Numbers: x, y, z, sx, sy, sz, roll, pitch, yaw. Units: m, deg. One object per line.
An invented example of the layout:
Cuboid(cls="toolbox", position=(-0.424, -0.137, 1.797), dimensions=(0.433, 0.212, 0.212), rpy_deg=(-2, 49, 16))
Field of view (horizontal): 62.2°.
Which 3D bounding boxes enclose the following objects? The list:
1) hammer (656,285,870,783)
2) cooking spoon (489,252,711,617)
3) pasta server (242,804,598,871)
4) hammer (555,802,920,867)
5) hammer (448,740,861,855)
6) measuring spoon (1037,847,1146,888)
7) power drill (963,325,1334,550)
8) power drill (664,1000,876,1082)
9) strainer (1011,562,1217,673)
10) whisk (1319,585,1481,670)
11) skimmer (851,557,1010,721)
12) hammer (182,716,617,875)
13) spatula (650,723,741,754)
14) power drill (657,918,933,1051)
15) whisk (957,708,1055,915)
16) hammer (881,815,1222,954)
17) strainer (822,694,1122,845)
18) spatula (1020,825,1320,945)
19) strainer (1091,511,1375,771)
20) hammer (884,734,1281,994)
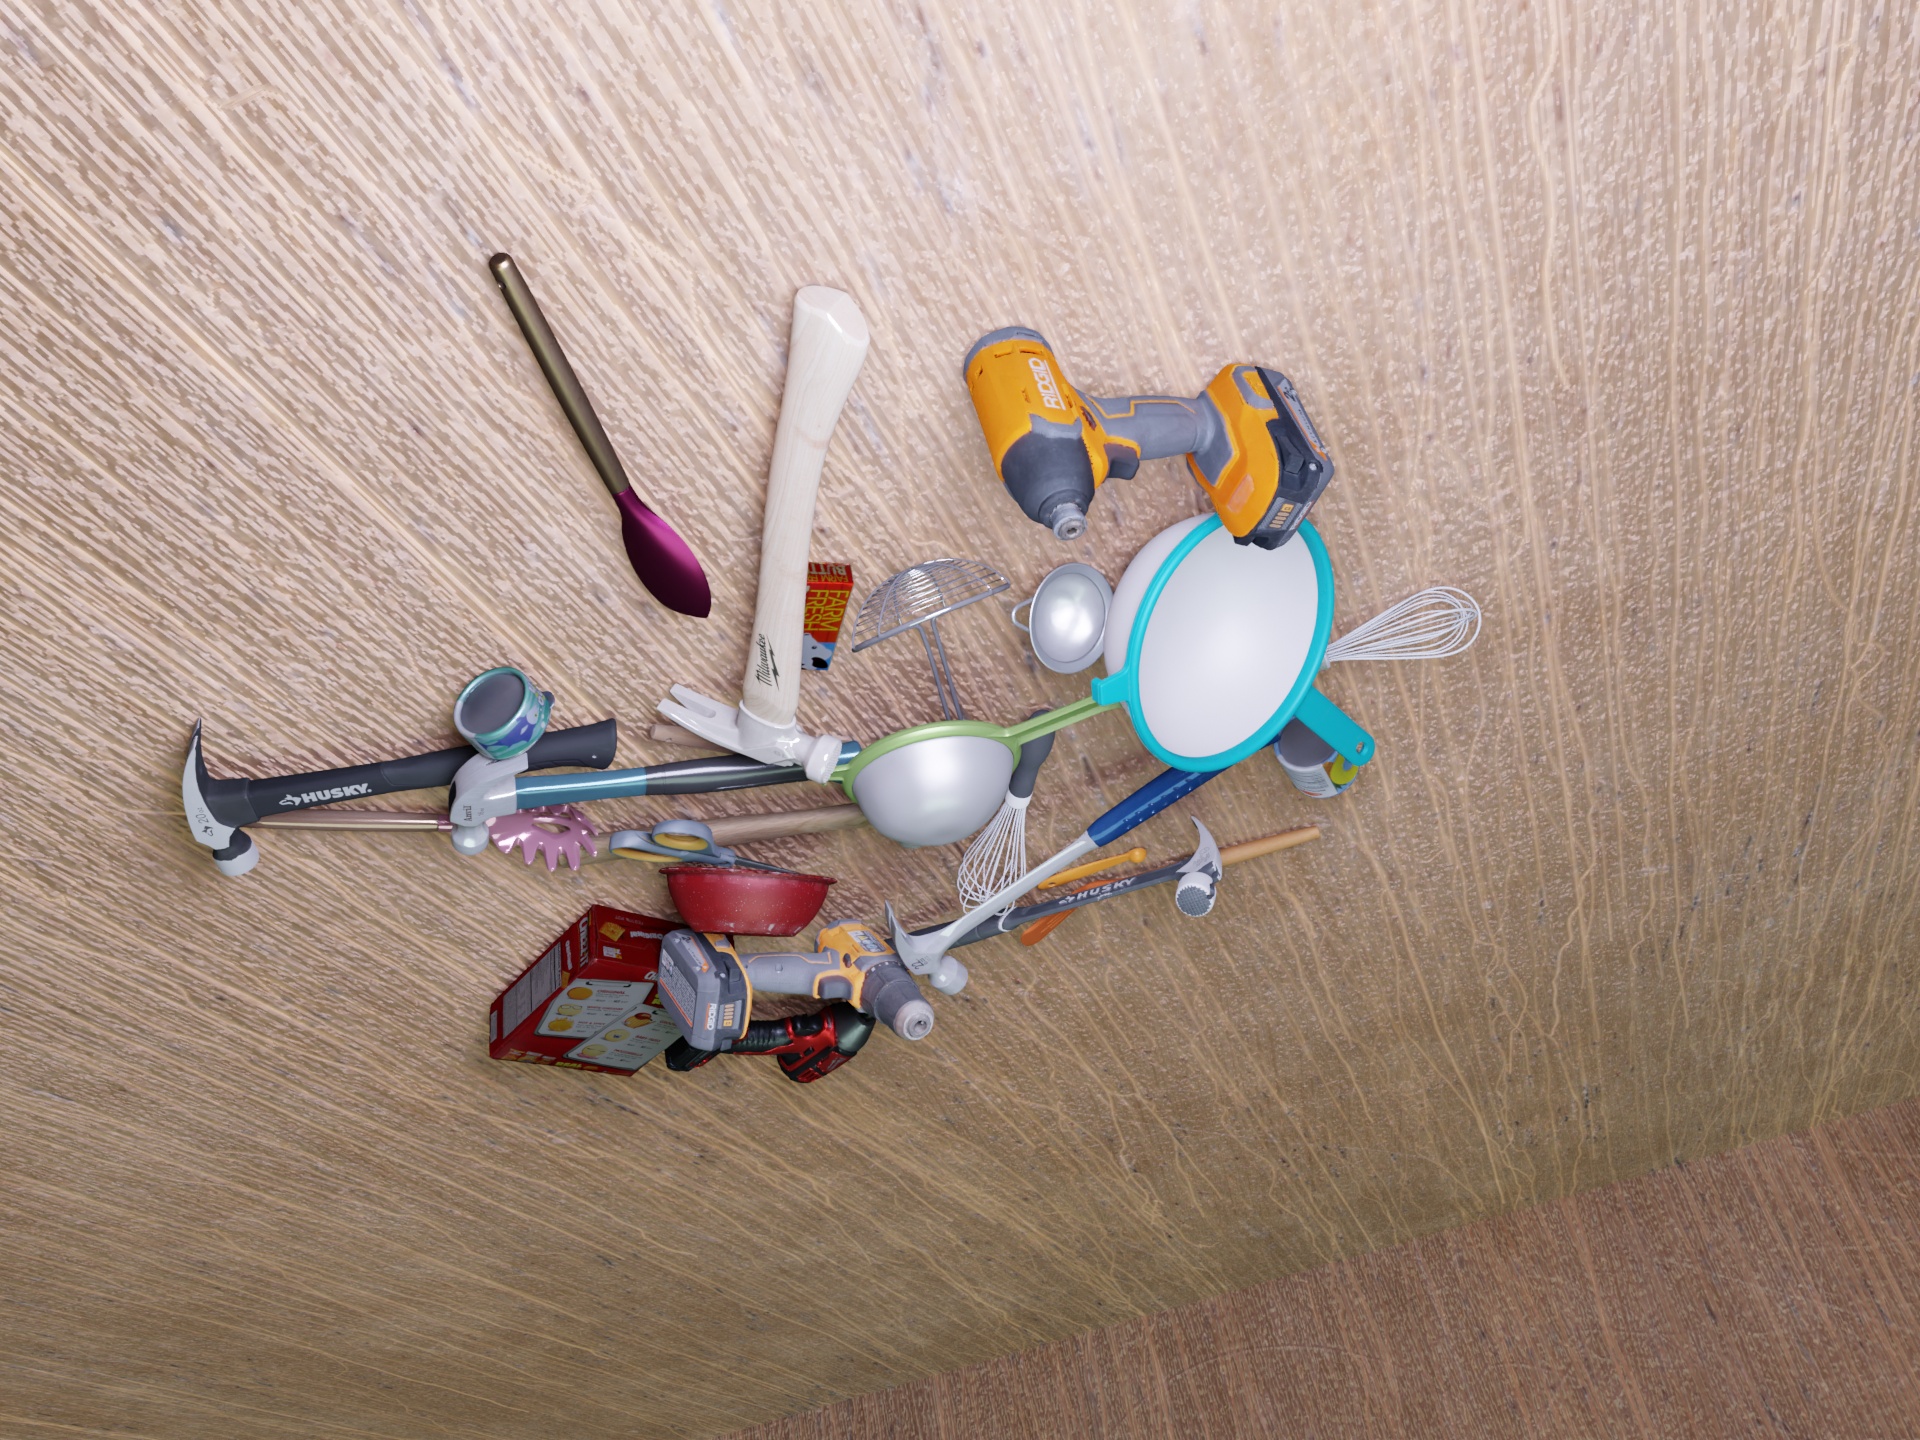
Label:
Cuboid(cls="hammer", position=(-0.131, -0.122, 1.116), dimensions=(0.146, 0.038, 0.410), rpy_deg=(22, 135, 7))
Cuboid(cls="cooking spoon", position=(-0.234, -0.171, 1.041), dimensions=(0.069, 0.017, 0.318), rpy_deg=(15, 148, 25))
Cuboid(cls="pasta server", position=(-0.465, 0.089, 1.329), dimensions=(0.316, 0.040, 0.060), rpy_deg=(3, 120, -18))
Cuboid(cls="hammer", position=(-0.192, 0.096, 1.413), dimensions=(0.331, 0.031, 0.130), rpy_deg=(-7, 155, -4))
Cuboid(cls="hammer", position=(-0.243, 0.048, 1.291), dimensions=(0.331, 0.033, 0.128), rpy_deg=(-5, 147, -19))
Cuboid(cls="measuring spoon", position=(0.134, 0.154, 1.613), dimensions=(0.117, 0.011, 0.021), rpy_deg=(-20, 144, 11))
Cuboid(cls="power drill", position=(0.123, -0.172, 1.036), dimensions=(0.226, 0.164, 0.084), rpy_deg=(3, 140, -23))
Cuboid(cls="power drill", position=(-0.198, 0.329, 1.706), dimensions=(0.219, 0.079, 0.143), rpy_deg=(19, 134, -40))
Cuboid(cls="strainer", position=(0.142, -0.079, 1.274), dimensions=(0.258, 0.050, 0.087), rpy_deg=(2, 99, -27))
Cuboid(cls="whisk", position=(0.318, -0.057, 1.352), dimensions=(0.246, 0.059, 0.057), rpy_deg=(-17, 172, 14))
Cuboid(cls="skimmer", position=(-0.002, -0.004, 1.282), dimensions=(0.127, 0.090, 0.362), rpy_deg=(-23, 144, -5))
Cuboid(cls="hammer", position=(-0.439, 0.038, 1.259), dimensions=(0.334, 0.035, 0.146), rpy_deg=(-10, 135, -8))
Cuboid(cls="spatula", position=(-0.115, 0.032, 1.369), dimensions=(0.315, 0.018, 0.059), rpy_deg=(10, 137, -30))
Cuboid(cls="power drill", position=(-0.148, 0.251, 1.483), dimensions=(0.226, 0.185, 0.084), rpy_deg=(0, 108, -29))
Cuboid(cls="whisk", position=(0.046, 0.090, 1.465), dimensions=(0.070, 0.070, 0.284), rpy_deg=(-1, 138, -15))
Cuboid(cls="hammer", position=(0.068, 0.188, 1.576), dimensions=(0.409, 0.149, 0.036), rpy_deg=(-19, 108, 23))
Cuboid(cls="strainer", position=(0.027, 0.044, 1.278), dimensions=(0.256, 0.069, 0.151), rpy_deg=(-23, 152, 22))
Cuboid(cls="spatula", position=(0.213, 0.166, 1.628), dimensions=(0.322, 0.041, 0.081), rpy_deg=(-16, 162, 3))
Cuboid(cls="strainer", position=(0.220, -0.049, 1.259), dimensions=(0.340, 0.095, 0.211), rpy_deg=(32, 88, -44))
Cuboid(cls="hammer", position=(0.111, 0.112, 1.456), dimensions=(0.405, 0.035, 0.143), rpy_deg=(-35, 138, 9))
